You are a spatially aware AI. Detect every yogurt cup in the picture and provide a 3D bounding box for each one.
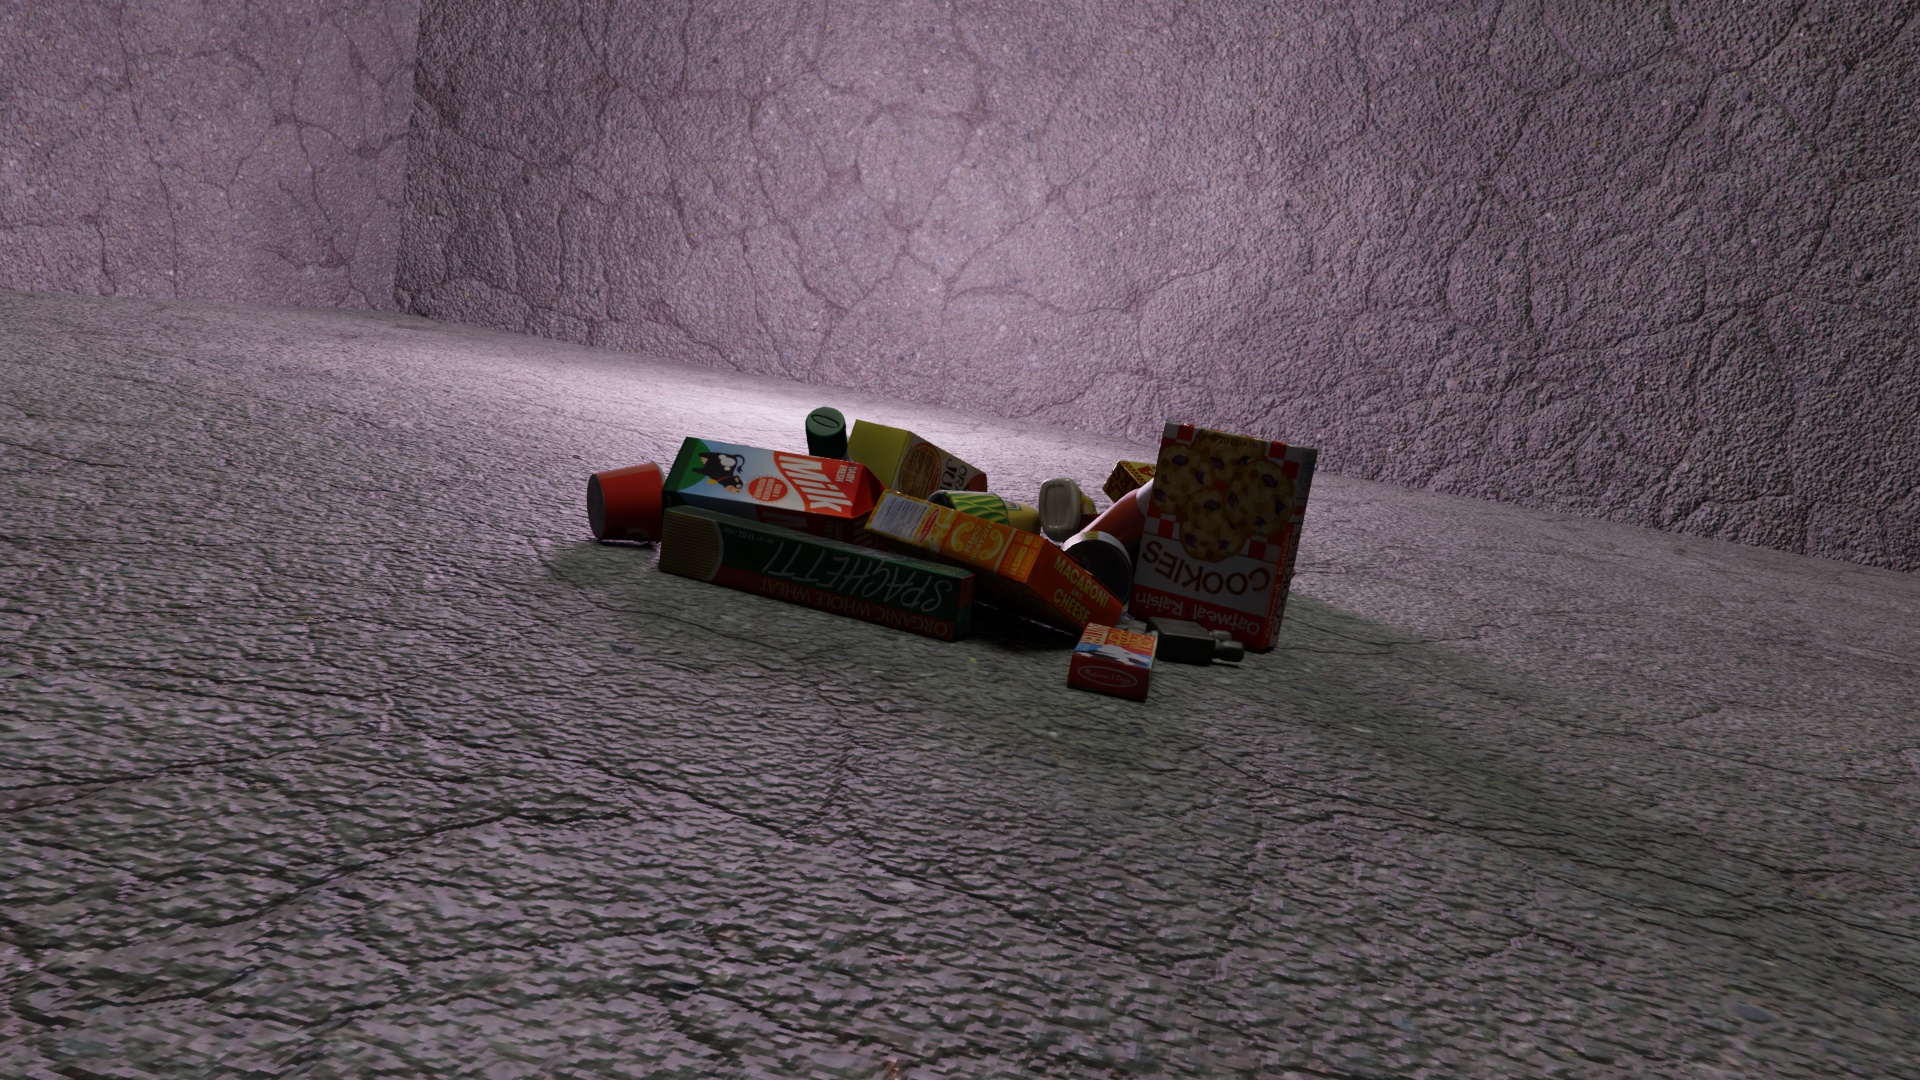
[{"bbox_3d":[-0.275,-0.030,1.144,0.054,0.072,0.072,-5,15,-29],"label":"yogurt cup"}]

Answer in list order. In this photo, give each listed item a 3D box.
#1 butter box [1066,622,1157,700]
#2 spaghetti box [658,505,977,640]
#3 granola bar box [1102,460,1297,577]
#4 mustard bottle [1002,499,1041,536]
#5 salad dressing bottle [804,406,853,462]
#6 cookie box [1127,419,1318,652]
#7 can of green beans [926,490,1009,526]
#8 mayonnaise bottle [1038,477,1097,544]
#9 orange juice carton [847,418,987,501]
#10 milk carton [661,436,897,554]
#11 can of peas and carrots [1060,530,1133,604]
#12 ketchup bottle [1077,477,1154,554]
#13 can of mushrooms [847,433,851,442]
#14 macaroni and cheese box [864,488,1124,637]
[{"bbox_3d":[0.105,0.082,0.948,0.053,0.024,0.104,11,10,9],"label":"butter box"},{"bbox_3d":[-0.109,0.022,1.025,0.250,0.050,0.029,12,11,19],"label":"spaghetti box"},{"bbox_3d":[0.232,-0.010,1.360,0.124,0.039,0.166,2,39,-42],"label":"granola bar box"},{"bbox_3d":[0.005,-0.017,1.373,0.160,0.048,0.065,2,13,-38],"label":"mustard bottle"},{"bbox_3d":[-0.120,-0.065,1.291,0.064,0.044,0.147,22,-31,14],"label":"salad dressing bottle"},{"bbox_3d":[0.212,-0.005,1.137,0.123,0.167,0.040,15,7,33],"label":"cookie box"},{"bbox_3d":[0.003,-0.013,1.297,0.058,0.071,0.071,2,11,-35],"label":"can of green beans"},{"bbox_3d":[0.120,-0.022,1.441,0.041,0.065,0.148,-6,-11,19],"label":"mayonnaise bottle"},{"bbox_3d":[-0.038,-0.057,1.424,0.072,0.073,0.192,15,-5,34],"label":"orange juice carton"},{"bbox_3d":[-0.137,-0.022,1.119,0.191,0.072,0.074,10,41,0],"label":"milk carton"},{"bbox_3d":[0.107,0.029,1.150,0.071,0.071,0.059,10,8,4],"label":"can of peas and carrots"},{"bbox_3d":[0.151,-0.014,1.250,0.065,0.043,0.148,-19,-16,-40],"label":"ketchup bottle"},{"bbox_3d":[-0.143,-0.097,1.661,0.033,0.071,0.071,13,10,19],"label":"can of mushrooms"},{"bbox_3d":[0.026,0.019,1.055,0.166,0.040,0.123,17,-14,41],"label":"macaroni and cheese box"}]
